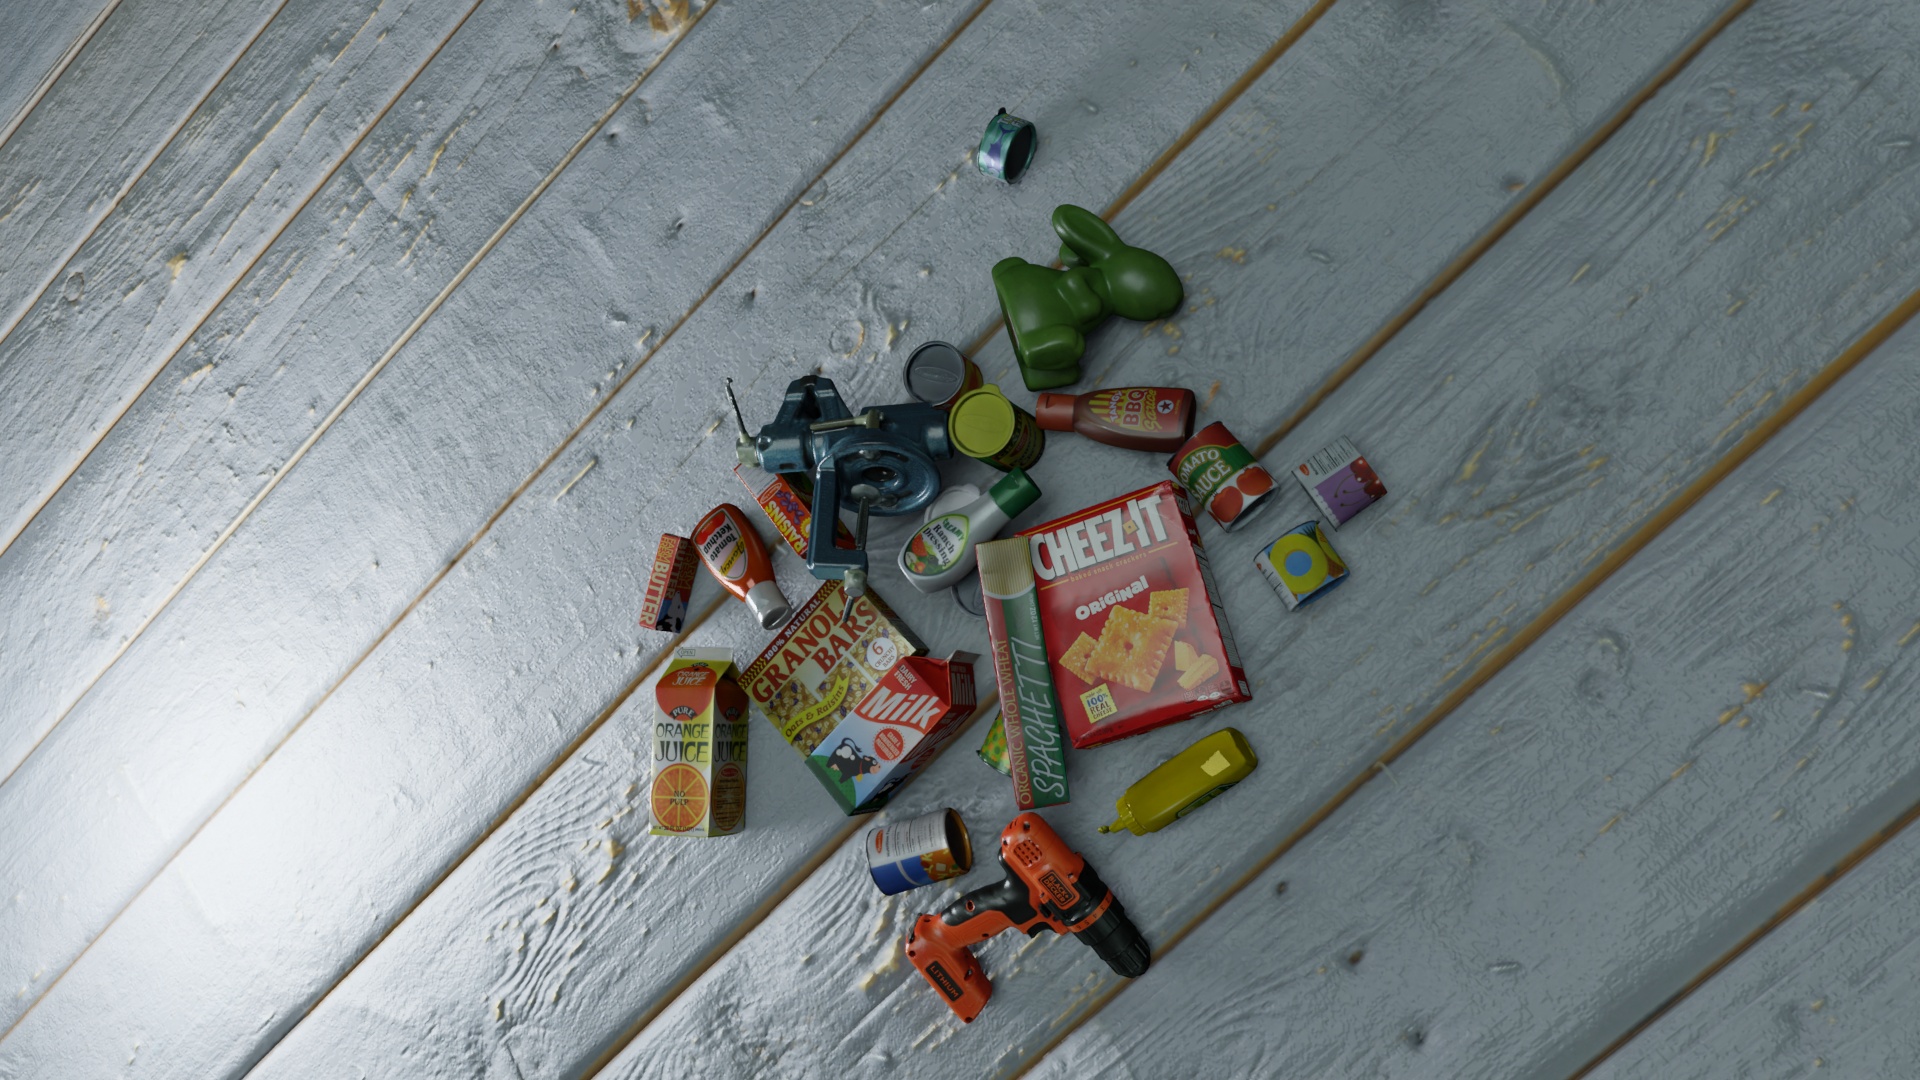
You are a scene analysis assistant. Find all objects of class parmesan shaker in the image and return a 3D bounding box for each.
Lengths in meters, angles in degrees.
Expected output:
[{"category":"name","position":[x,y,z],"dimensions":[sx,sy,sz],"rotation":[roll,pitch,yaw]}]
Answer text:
[{"category":"parmesan shaker","position":[0.038,-0.107,1.347],"dimensions":[0.071,0.103,0.071],"rotation":[-3,82,20]}]

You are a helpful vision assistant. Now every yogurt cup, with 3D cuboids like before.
[{"category":"yogurt cup","position":[0.005,-0.017,1.374],"dimensions":[0.072,0.054,0.072],"rotation":[-3,82,20]}]

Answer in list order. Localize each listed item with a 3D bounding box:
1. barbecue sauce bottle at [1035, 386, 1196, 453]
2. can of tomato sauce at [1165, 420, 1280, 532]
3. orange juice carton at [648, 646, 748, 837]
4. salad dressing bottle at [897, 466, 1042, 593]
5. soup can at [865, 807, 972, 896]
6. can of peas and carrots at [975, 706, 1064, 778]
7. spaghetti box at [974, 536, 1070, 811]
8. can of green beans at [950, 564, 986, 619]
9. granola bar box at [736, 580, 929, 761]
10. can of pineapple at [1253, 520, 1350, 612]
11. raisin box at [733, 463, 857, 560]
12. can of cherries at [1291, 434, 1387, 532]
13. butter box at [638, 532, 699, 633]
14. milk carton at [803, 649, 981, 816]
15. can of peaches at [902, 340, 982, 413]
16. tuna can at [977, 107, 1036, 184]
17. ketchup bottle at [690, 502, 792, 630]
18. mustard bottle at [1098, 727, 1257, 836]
[{"category":"barbecue sauce bottle","position":[0.148,-0.119,1.334],"dimensions":[0.148,0.043,0.065],"rotation":[6,60,19]},{"category":"can of tomato sauce","position":[0.242,-0.058,1.282],"dimensions":[0.071,0.071,0.083],"rotation":[-43,71,10]},{"category":"orange juice carton","position":[-0.269,0.206,1.435],"dimensions":[0.072,0.073,0.193],"rotation":[-2,81,21]},{"category":"salad dressing bottle","position":[0.010,-0.011,1.316],"dimensions":[0.147,0.044,0.064],"rotation":[-39,61,8]},{"category":"soup can","position":[-0.038,0.301,1.340],"dimensions":[0.083,0.071,0.071],"rotation":[-19,76,16]},{"category":"can of peas and carrots","position":[0.056,0.191,1.319],"dimensions":[0.071,0.071,0.058],"rotation":[26,92,22]},{"category":"spaghetti box","position":[0.057,0.121,1.272],"dimensions":[0.050,0.028,0.250],"rotation":[-9,86,-1]},{"category":"can of green beans","position":[0.032,0.045,1.352],"dimensions":[0.071,0.058,0.071],"rotation":[-3,82,20]},{"category":"granola bar box","position":[-0.132,0.128,1.412],"dimensions":[0.165,0.039,0.124],"rotation":[-48,69,8]},{"category":"can of pineapple","position":[0.308,0.023,1.248],"dimensions":[0.071,0.071,0.058],"rotation":[-35,73,13]},{"category":"raisin box","position":[-0.168,-0.033,1.424],"dimensions":[0.040,0.086,0.123],"rotation":[-42,71,9]},{"category":"can of cherries","position":[0.342,-0.051,1.248],"dimensions":[0.058,0.071,0.071],"rotation":[-37,72,12]},{"category":"butter box","position":[-0.309,0.046,1.483],"dimensions":[0.024,0.053,0.103],"rotation":[13,87,20]},{"category":"milk carton","position":[-0.055,0.177,1.359],"dimensions":[0.190,0.072,0.073],"rotation":[-47,70,9]},{"category":"can of peaches","position":[-0.018,-0.160,1.400],"dimensions":[0.071,0.058,0.071],"rotation":[-3,82,20]},{"category":"tuna can","position":[0.048,-0.398,1.404],"dimensions":[0.033,0.071,0.071],"rotation":[25,92,20]},{"category":"ketchup bottle","position":[-0.223,0.030,1.441],"dimensions":[0.064,0.043,0.149],"rotation":[-45,57,9]},{"category":"mustard bottle","position":[0.193,0.229,1.266],"dimensions":[0.160,0.065,0.049],"rotation":[-37,66,18]}]
